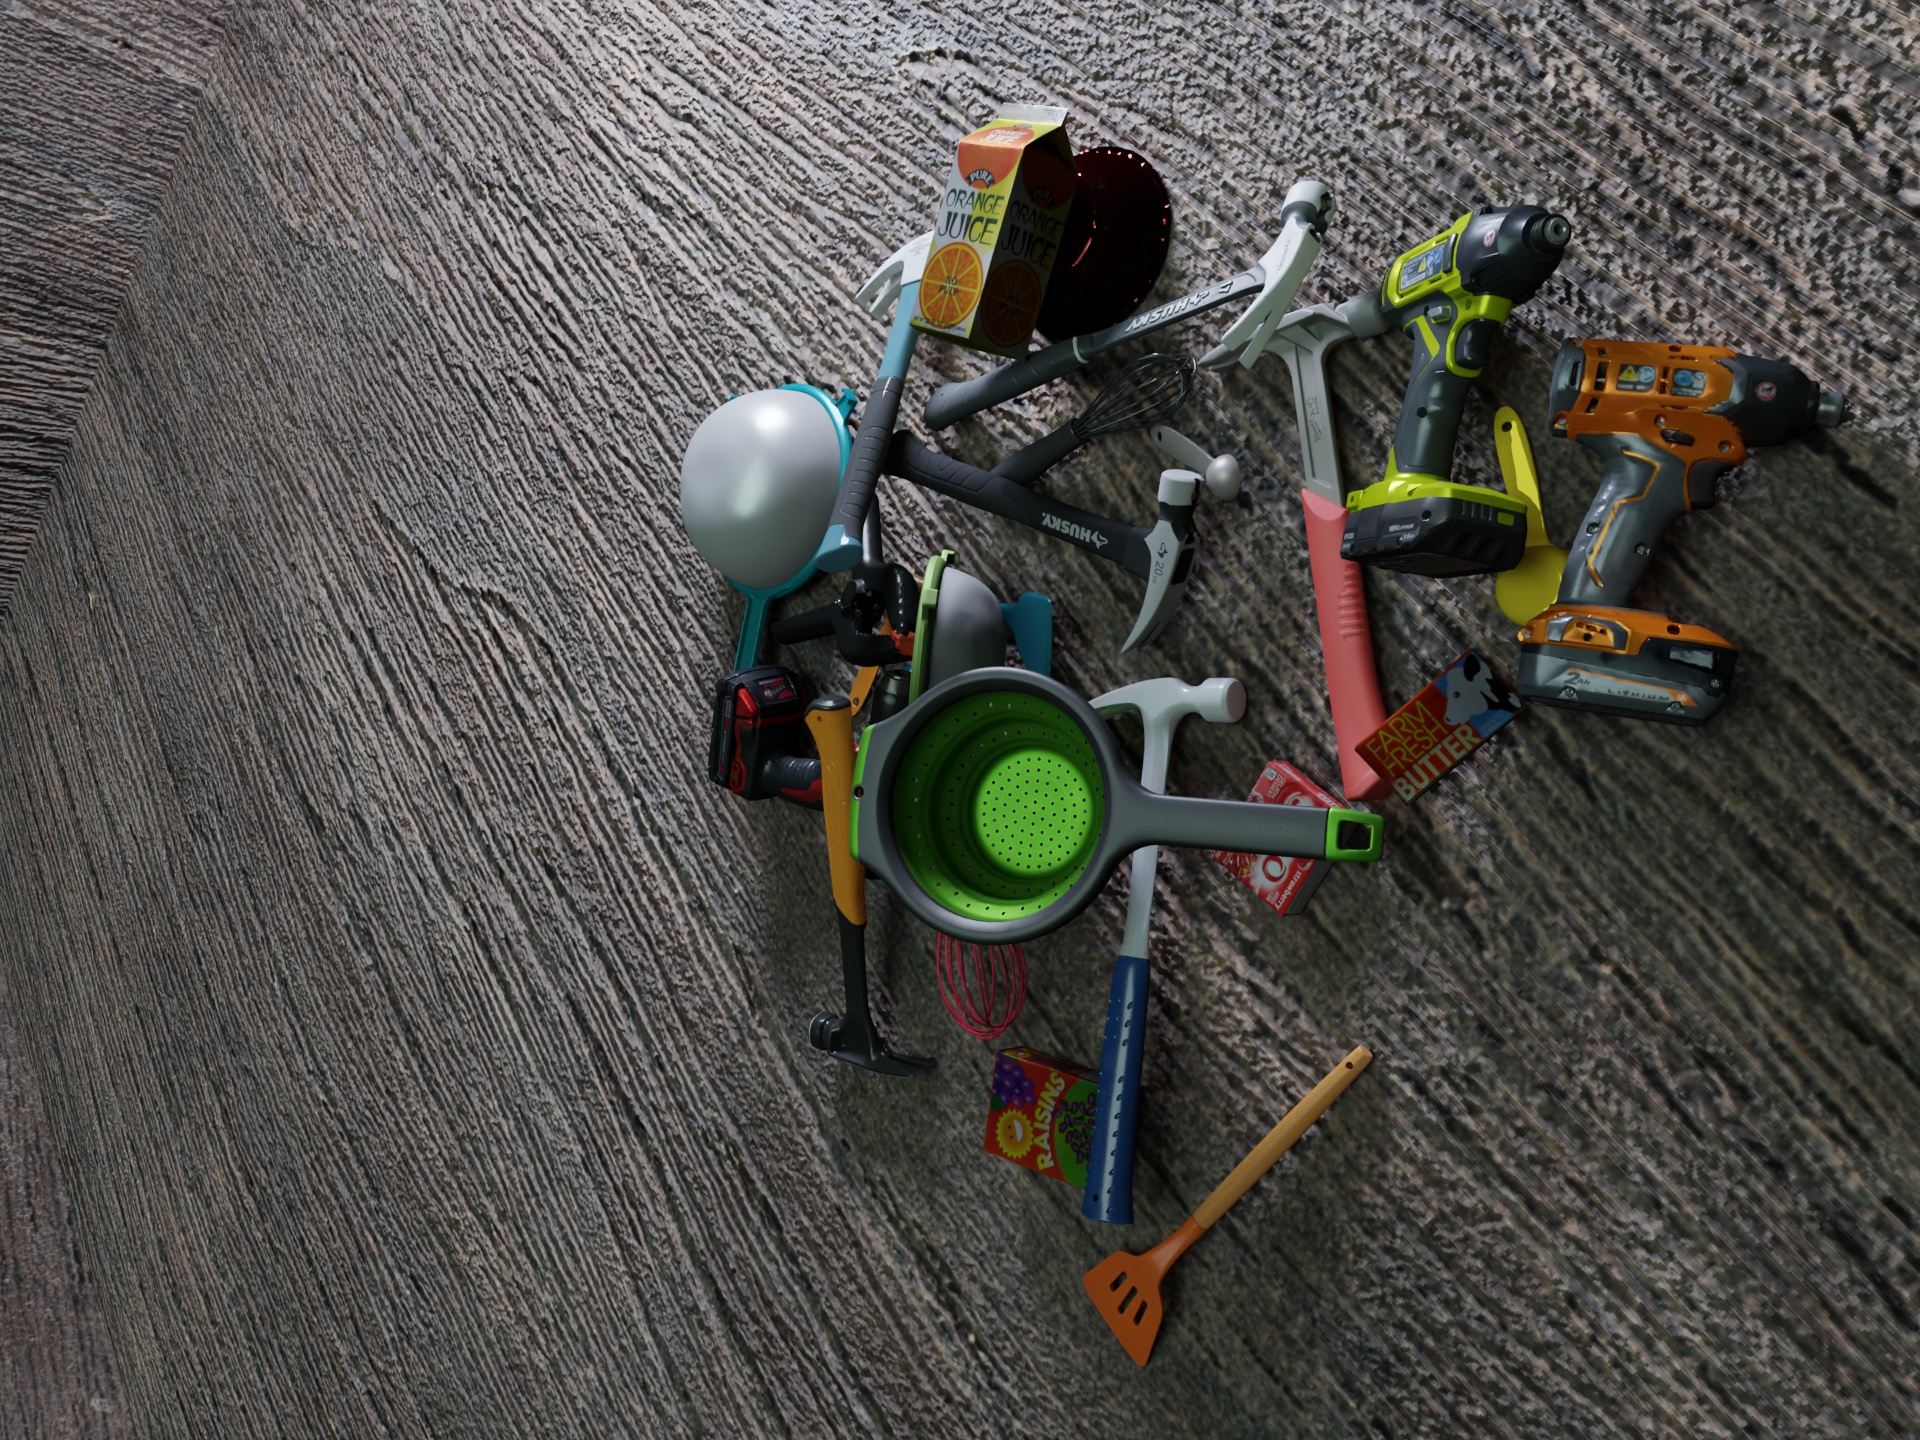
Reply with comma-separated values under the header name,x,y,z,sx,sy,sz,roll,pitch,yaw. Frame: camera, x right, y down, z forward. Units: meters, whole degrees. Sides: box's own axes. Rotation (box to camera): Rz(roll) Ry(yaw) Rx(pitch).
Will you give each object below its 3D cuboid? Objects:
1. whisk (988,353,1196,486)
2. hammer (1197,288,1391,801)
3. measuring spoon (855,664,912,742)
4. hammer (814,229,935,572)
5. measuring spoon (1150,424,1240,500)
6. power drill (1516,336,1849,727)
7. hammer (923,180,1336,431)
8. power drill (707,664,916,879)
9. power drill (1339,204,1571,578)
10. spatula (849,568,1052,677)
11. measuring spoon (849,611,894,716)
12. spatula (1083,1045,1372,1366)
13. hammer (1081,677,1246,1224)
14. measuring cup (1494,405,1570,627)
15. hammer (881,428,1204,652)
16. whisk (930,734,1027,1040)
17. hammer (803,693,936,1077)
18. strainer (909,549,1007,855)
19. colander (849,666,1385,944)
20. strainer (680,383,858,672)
name,x,y,z,sx,sy,sz,roll,pitch,yaw
whisk,0.097,-0.232,1.291,0.239,0.055,0.055,-27,70,42
hammer,0.260,-0.120,1.142,0.149,0.036,0.359,-14,77,40
measuring spoon,-0.072,0.000,1.432,0.128,0.021,0.042,-48,58,26
hammer,-0.064,-0.279,1.372,0.128,0.033,0.331,-3,64,42
measuring spoon,0.173,-0.201,1.215,0.124,0.018,0.034,-132,40,-51
power drill,0.428,-0.114,0.957,0.164,0.084,0.226,9,89,22
hammer,0.106,-0.290,1.243,0.409,0.036,0.149,-10,48,50
power drill,-0.121,0.019,1.422,0.227,0.080,0.187,26,116,37
power drill,0.320,-0.210,1.021,0.171,0.080,0.223,-175,94,-76
spatula,-0.021,-0.107,1.382,0.318,0.044,0.082,23,122,42
measuring spoon,-0.077,-0.053,1.452,0.021,0.011,0.117,42,117,35
spatula,0.196,0.351,1.169,0.322,0.041,0.081,-52,56,20
hammer,0.128,0.167,1.202,0.144,0.035,0.405,0,79,42
measuring cup,0.370,-0.135,1.048,0.062,0.029,0.156,-18,78,39
hammer,0.051,-0.170,1.299,0.335,0.035,0.146,27,120,38
whisk,0.004,0.122,1.337,0.073,0.073,0.296,-28,62,36
hammer,-0.091,0.143,1.360,0.127,0.034,0.336,9,111,38
strainer,-0.002,-0.004,1.288,0.069,0.151,0.256,5,108,4
colander,0.114,0.072,1.169,0.397,0.094,0.204,4,84,24
strainer,-0.214,-0.163,1.507,0.211,0.095,0.340,9,88,45
